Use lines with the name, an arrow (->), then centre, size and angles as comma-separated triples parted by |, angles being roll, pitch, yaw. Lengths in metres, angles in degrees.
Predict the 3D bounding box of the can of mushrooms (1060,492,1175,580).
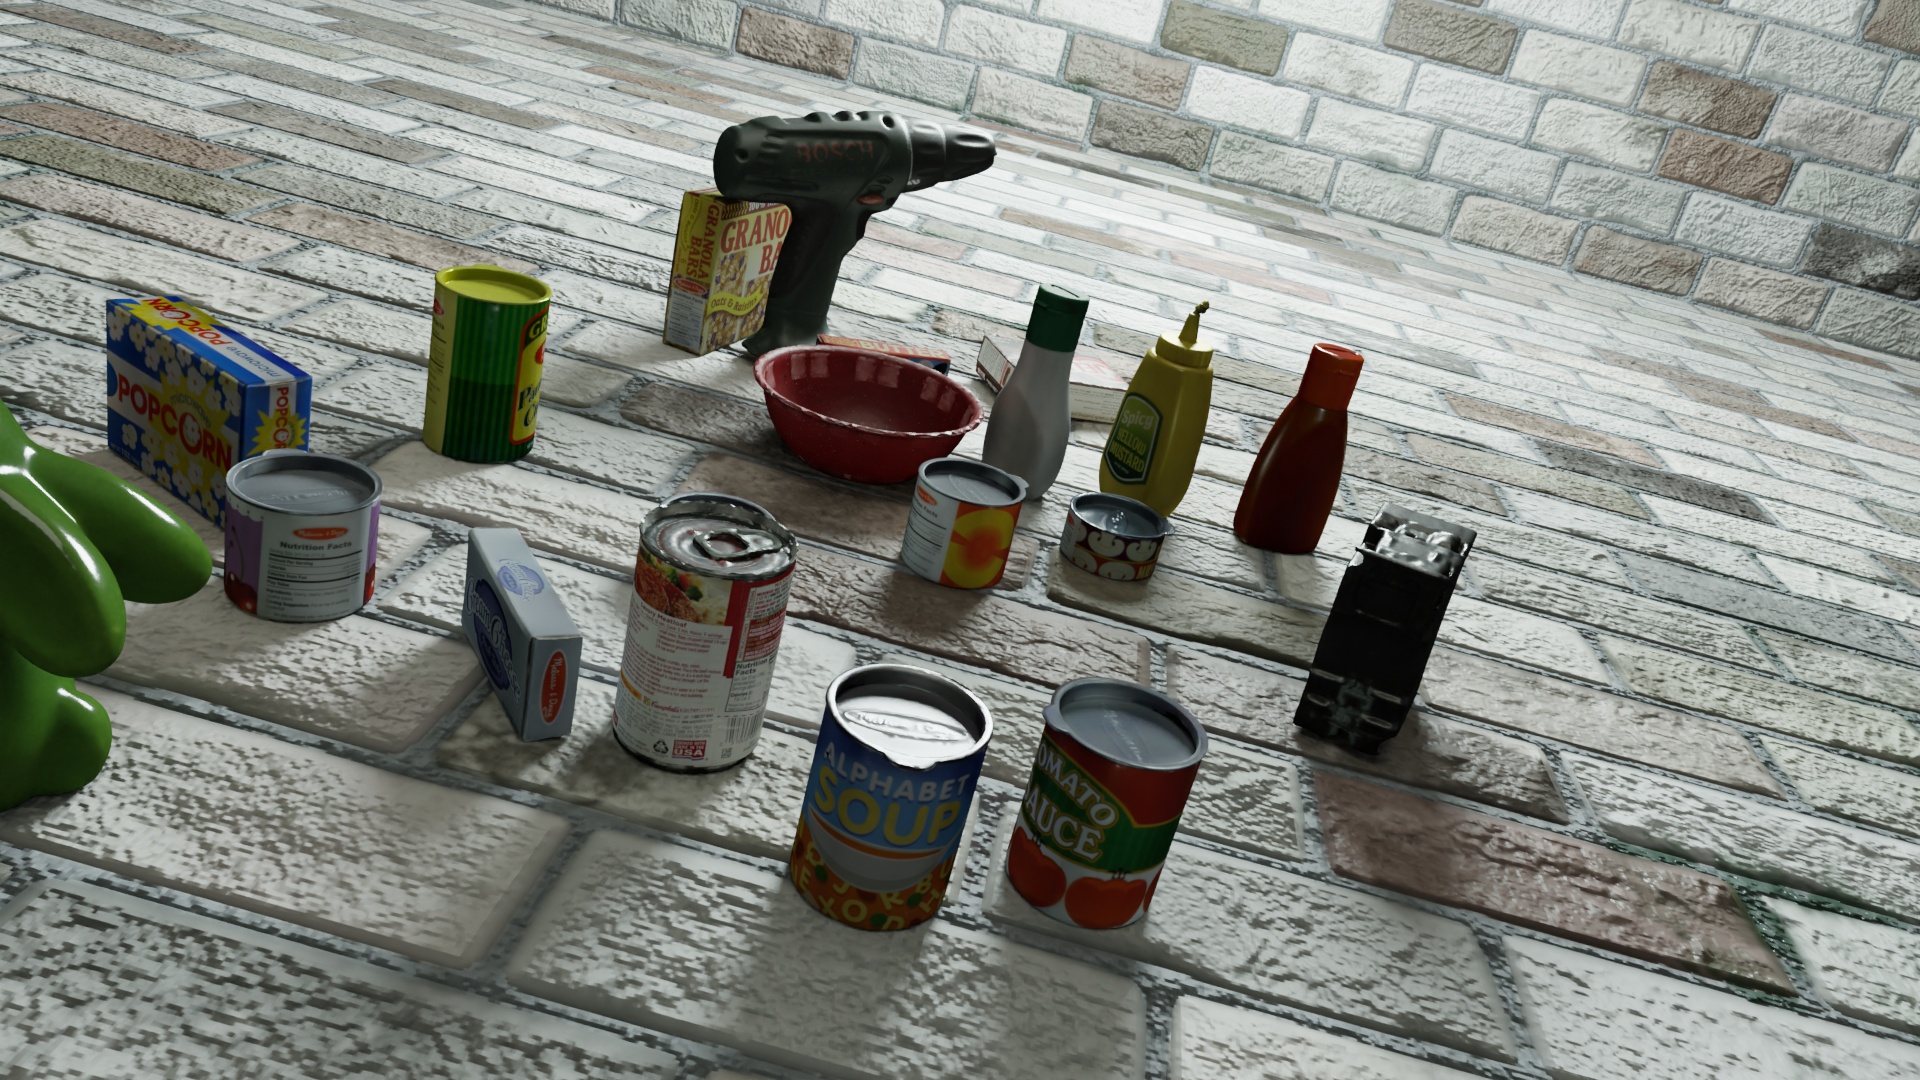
can of mushrooms -> 0.102, -0.002, 0.911 | 0.071, 0.033, 0.071 | 12, 24, -5

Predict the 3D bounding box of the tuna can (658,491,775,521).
tuna can -> -0.138, 0.002, 0.770 | 0.071, 0.032, 0.071 | 12, 24, -5

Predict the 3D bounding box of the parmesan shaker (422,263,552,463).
parmesan shaker -> -0.286, -0.107, 0.839 | 0.071, 0.102, 0.071 | 12, 24, -5

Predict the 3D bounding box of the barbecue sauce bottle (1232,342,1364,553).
barbecue sauce bottle -> 0.244, -0.065, 0.985 | 0.065, 0.147, 0.044 | 7, 25, -15

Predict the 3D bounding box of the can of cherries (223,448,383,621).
can of cherries -> -0.310, -0.003, 0.655 | 0.071, 0.058, 0.072 | 12, 24, -5

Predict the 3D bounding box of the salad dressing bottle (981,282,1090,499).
salad dressing bottle -> 0.054, -0.103, 0.963 | 0.044, 0.147, 0.064 | -6, 31, -39

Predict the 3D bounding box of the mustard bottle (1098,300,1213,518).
mustard bottle -> 0.144, -0.095, 0.981 | 0.049, 0.159, 0.065 | -5, 30, -37

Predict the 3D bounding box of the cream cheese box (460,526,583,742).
cream cheese box -> -0.200, 0.040, 0.628 | 0.024, 0.053, 0.104 | -3, 29, -34

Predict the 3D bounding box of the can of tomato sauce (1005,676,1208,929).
can of tomato sauce -> 0.058, 0.110, 0.582 | 0.071, 0.082, 0.071 | 12, 24, -5

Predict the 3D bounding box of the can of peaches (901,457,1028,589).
can of peaches -> 0.003, -0.011, 0.844 | 0.071, 0.057, 0.071 | 12, 24, -5

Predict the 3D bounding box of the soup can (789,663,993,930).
soup can -> -0.029, 0.103, 0.549 | 0.071, 0.083, 0.071 | 12, 24, -5

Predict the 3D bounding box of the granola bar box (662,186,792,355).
granola bar box -> -0.180, -0.231, 1.142 | 0.039, 0.123, 0.166 | 20, 25, 13

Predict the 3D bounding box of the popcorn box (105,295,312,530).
popcorn box -> -0.388, -0.065, 0.714 | 0.127, 0.084, 0.038 | 27, 27, 26

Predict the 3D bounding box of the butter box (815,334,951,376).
butter box -> -0.062, -0.124, 1.061 | 0.103, 0.053, 0.024 | 6, 25, -19
